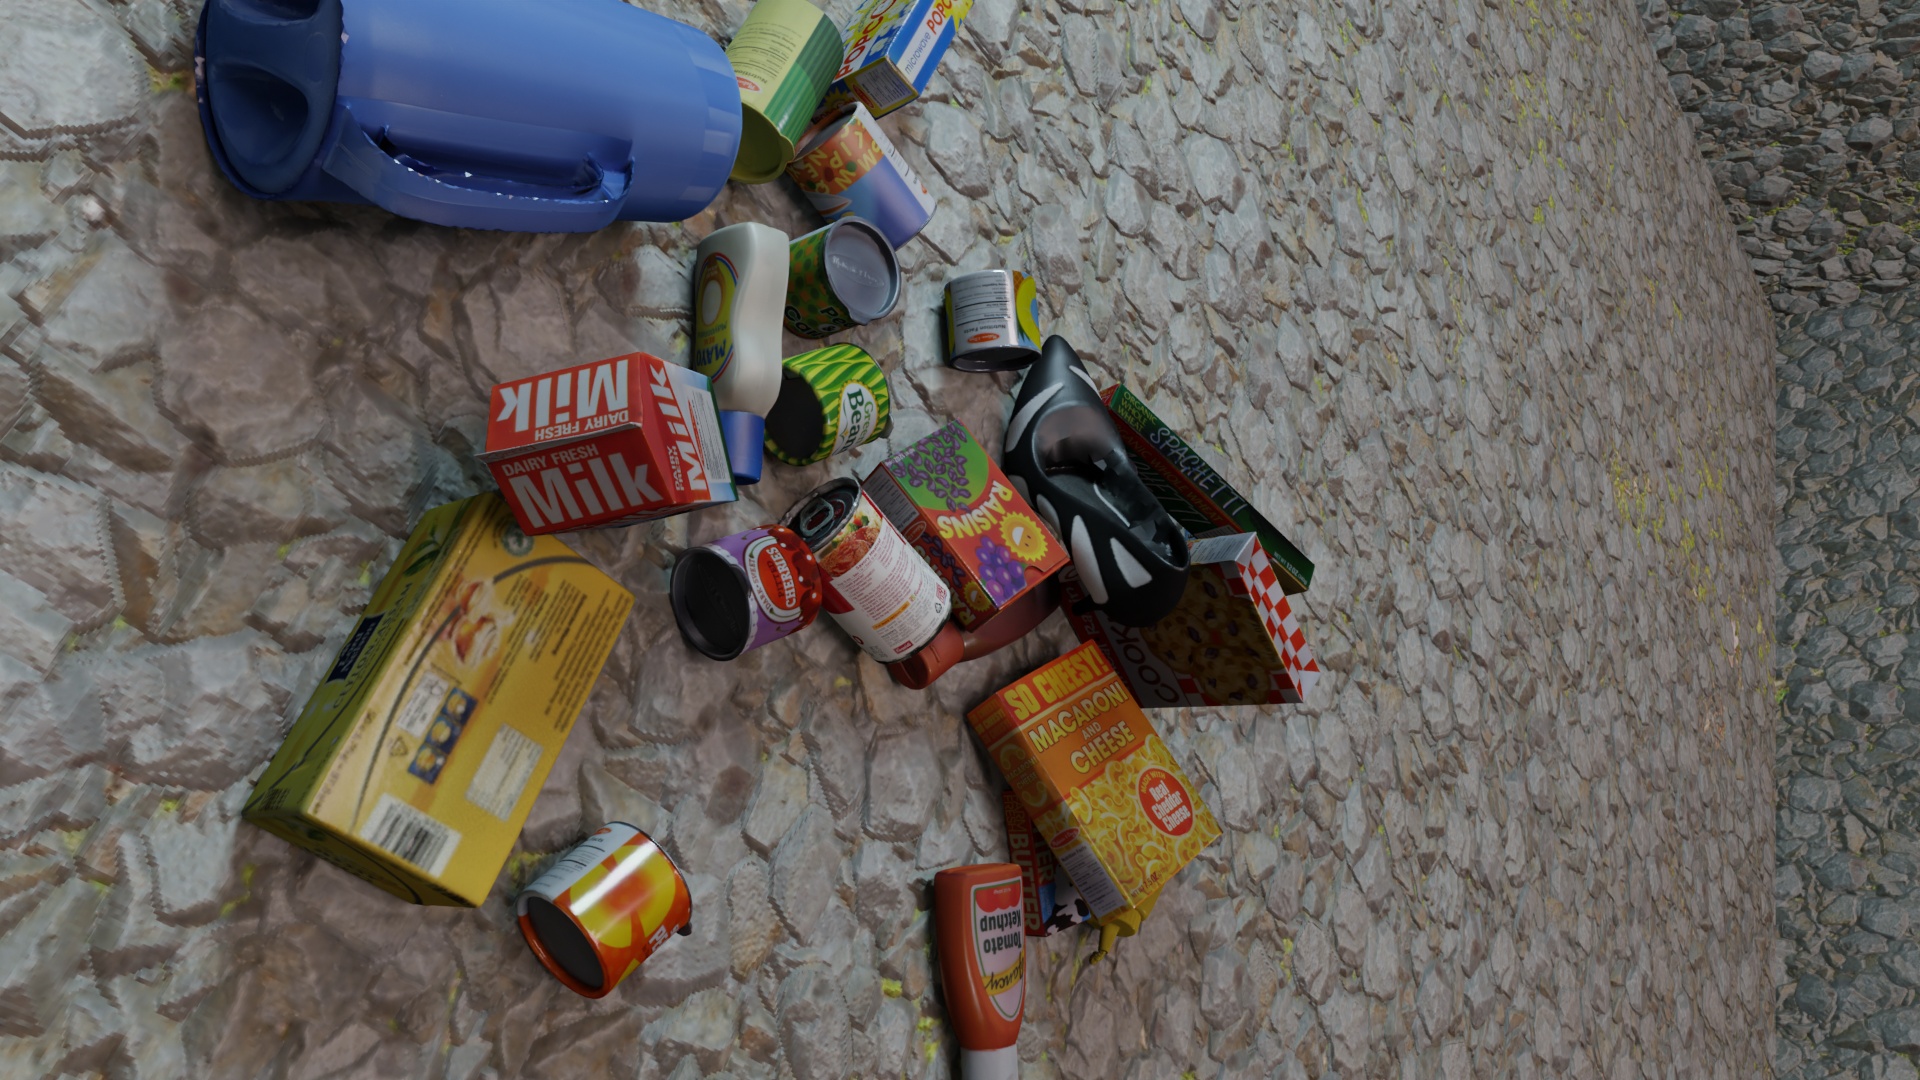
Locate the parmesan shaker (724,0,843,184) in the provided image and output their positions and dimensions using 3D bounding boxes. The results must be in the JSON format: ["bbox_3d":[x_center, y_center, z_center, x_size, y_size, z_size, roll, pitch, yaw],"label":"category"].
[{"bbox_3d":[-0.117,-0.279,0.860,0.071,0.071,0.103,45,51,-32],"label":"parmesan shaker"}]

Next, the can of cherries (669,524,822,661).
[{"bbox_3d":[-0.119,0.028,0.786,0.058,0.071,0.071,-20,97,-48],"label":"can of cherries"}]

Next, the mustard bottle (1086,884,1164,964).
[{"bbox_3d":[0.125,0.238,1.022,0.065,0.048,0.161,41,53,-28],"label":"mustard bottle"}]

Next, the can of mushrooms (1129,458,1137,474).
[{"bbox_3d":[0.113,-0.032,1.083,0.071,0.033,0.071,13,72,-45],"label":"can of mushrooms"}]

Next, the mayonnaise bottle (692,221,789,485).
[{"bbox_3d":[-0.131,-0.108,0.814,0.041,0.064,0.148,10,77,-42],"label":"mayonnaise bottle"}]

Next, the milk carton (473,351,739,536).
[{"bbox_3d":[-0.167,-0.045,0.675,0.190,0.072,0.073,-54,131,-88],"label":"milk carton"}]

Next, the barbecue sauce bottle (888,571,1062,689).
[{"bbox_3d":[0.009,0.051,0.943,0.149,0.043,0.065,-34,100,-45],"label":"barbecue sauce bottle"}]

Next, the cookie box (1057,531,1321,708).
[{"bbox_3d":[0.162,0.062,1.016,0.040,0.167,0.122,-45,115,-40],"label":"cookie box"}]

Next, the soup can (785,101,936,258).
[{"bbox_3d":[-0.068,-0.231,0.908,0.083,0.071,0.072,50,49,-27],"label":"soup can"}]

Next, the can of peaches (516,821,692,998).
[{"bbox_3d":[-0.176,0.185,0.691,0.058,0.071,0.071,-37,109,-45],"label":"can of peaches"}]

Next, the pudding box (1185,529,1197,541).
[{"bbox_3d":[0.218,0.019,1.189,0.050,0.030,0.084,13,72,-44],"label":"pudding box"}]

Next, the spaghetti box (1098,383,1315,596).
[{"bbox_3d":[0.190,-0.036,1.124,0.249,0.050,0.029,39,58,-23],"label":"spaghetti box"}]

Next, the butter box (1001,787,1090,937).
[{"bbox_3d":[0.060,0.220,0.974,0.053,0.024,0.103,-5,85,-48],"label":"butter box"}]

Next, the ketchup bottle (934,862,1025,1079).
[{"bbox_3d":[0.015,0.286,0.896,0.065,0.043,0.149,6,77,-47],"label":"ketchup bottle"}]

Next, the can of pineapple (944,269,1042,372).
[{"bbox_3d":[0.023,-0.155,0.990,0.071,0.071,0.058,4,79,-47],"label":"can of pineapple"}]

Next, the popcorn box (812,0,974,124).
[{"bbox_3d":[-0.047,-0.335,0.938,0.038,0.085,0.127,45,52,-31],"label":"popcorn box"}]

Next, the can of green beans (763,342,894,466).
[{"bbox_3d":[-0.086,-0.084,0.852,0.058,0.071,0.071,-26,101,-47],"label":"can of green beans"}]

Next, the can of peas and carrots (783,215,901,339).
[{"bbox_3d":[-0.081,-0.163,0.882,0.071,0.058,0.071,12,73,-46],"label":"can of peas and carrots"}]

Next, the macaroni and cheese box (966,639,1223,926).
[{"bbox_3d":[0.094,0.164,0.968,0.124,0.040,0.166,-21,74,-49],"label":"macaroni and cheese box"}]

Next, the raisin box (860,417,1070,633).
[{"bbox_3d":[0.003,-0.012,0.920,0.123,0.040,0.086,52,44,5],"label":"raisin box"}]
